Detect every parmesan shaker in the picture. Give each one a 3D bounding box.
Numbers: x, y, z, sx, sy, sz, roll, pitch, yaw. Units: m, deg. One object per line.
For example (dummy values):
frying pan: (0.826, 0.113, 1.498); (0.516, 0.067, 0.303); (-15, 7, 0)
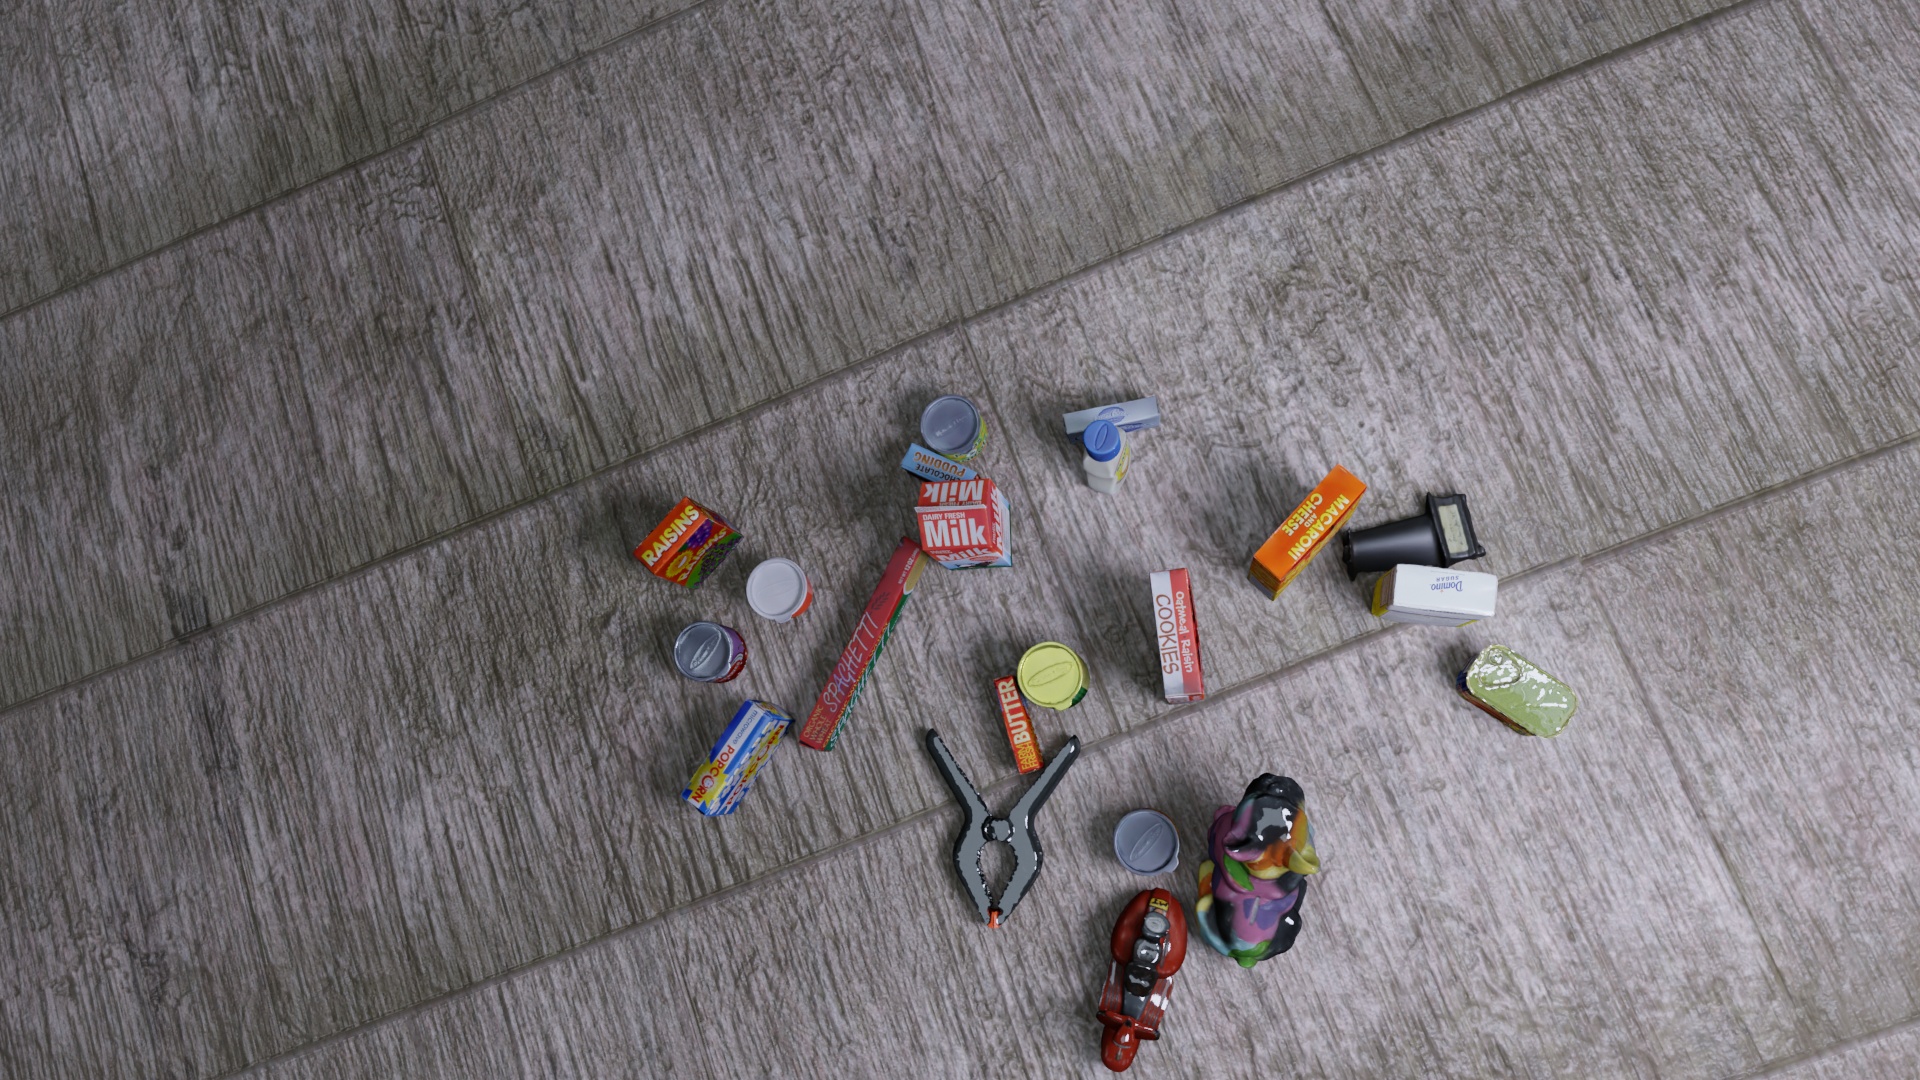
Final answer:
parmesan shaker: (0.099, 0.144, 1.440); (0.071, 0.103, 0.071); (-2, 81, 9)

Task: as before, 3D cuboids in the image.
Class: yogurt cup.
yogurt cup: (-0.196, 0.056, 1.529); (0.072, 0.054, 0.072); (-2, 80, 9)

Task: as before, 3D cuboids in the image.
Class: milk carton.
milk carton: (0.005, -0.018, 1.438); (0.072, 0.190, 0.073); (-3, 80, 9)

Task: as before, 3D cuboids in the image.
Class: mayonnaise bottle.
mayonnaise bottle: (0.152, -0.091, 1.448); (0.041, 0.148, 0.065); (18, 84, 12)

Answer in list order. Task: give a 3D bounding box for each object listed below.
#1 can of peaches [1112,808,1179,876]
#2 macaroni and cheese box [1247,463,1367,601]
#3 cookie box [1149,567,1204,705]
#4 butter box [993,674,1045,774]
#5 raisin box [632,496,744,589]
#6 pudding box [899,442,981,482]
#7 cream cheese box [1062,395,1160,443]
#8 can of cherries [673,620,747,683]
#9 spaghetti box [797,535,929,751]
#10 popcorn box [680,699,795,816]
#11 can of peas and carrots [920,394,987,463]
can of peaches: (0.192, 0.309, 1.419); (0.071, 0.058, 0.071); (-2, 80, 9)
macaroni and cheese box: (0.345, -0.005, 1.392); (0.040, 0.166, 0.124); (42, 90, 13)
cookie box: (0.219, 0.099, 1.395); (0.040, 0.167, 0.123); (-8, 80, 8)
butter box: (0.062, 0.194, 1.463); (0.024, 0.053, 0.103); (-18, 78, 6)
raisin box: (-0.296, 0.004, 1.519); (0.040, 0.123, 0.086); (43, 90, 13)
pudding box: (-0.021, -0.074, 1.524); (0.084, 0.049, 0.030); (25, 86, 13)
cream cheese box: (0.164, -0.130, 1.502); (0.104, 0.053, 0.024); (-11, 79, 8)
can of cherries: (-0.273, 0.126, 1.527); (0.071, 0.058, 0.071); (-2, 80, 9)
spaghetti box: (-0.103, 0.114, 1.506); (0.029, 0.050, 0.250); (26, 85, 13)
popcorn box: (-0.237, 0.232, 1.489); (0.038, 0.085, 0.127); (34, 87, 13)
can of peas and carrots: (-0.005, -0.119, 1.525); (0.071, 0.058, 0.071); (-2, 80, 9)
